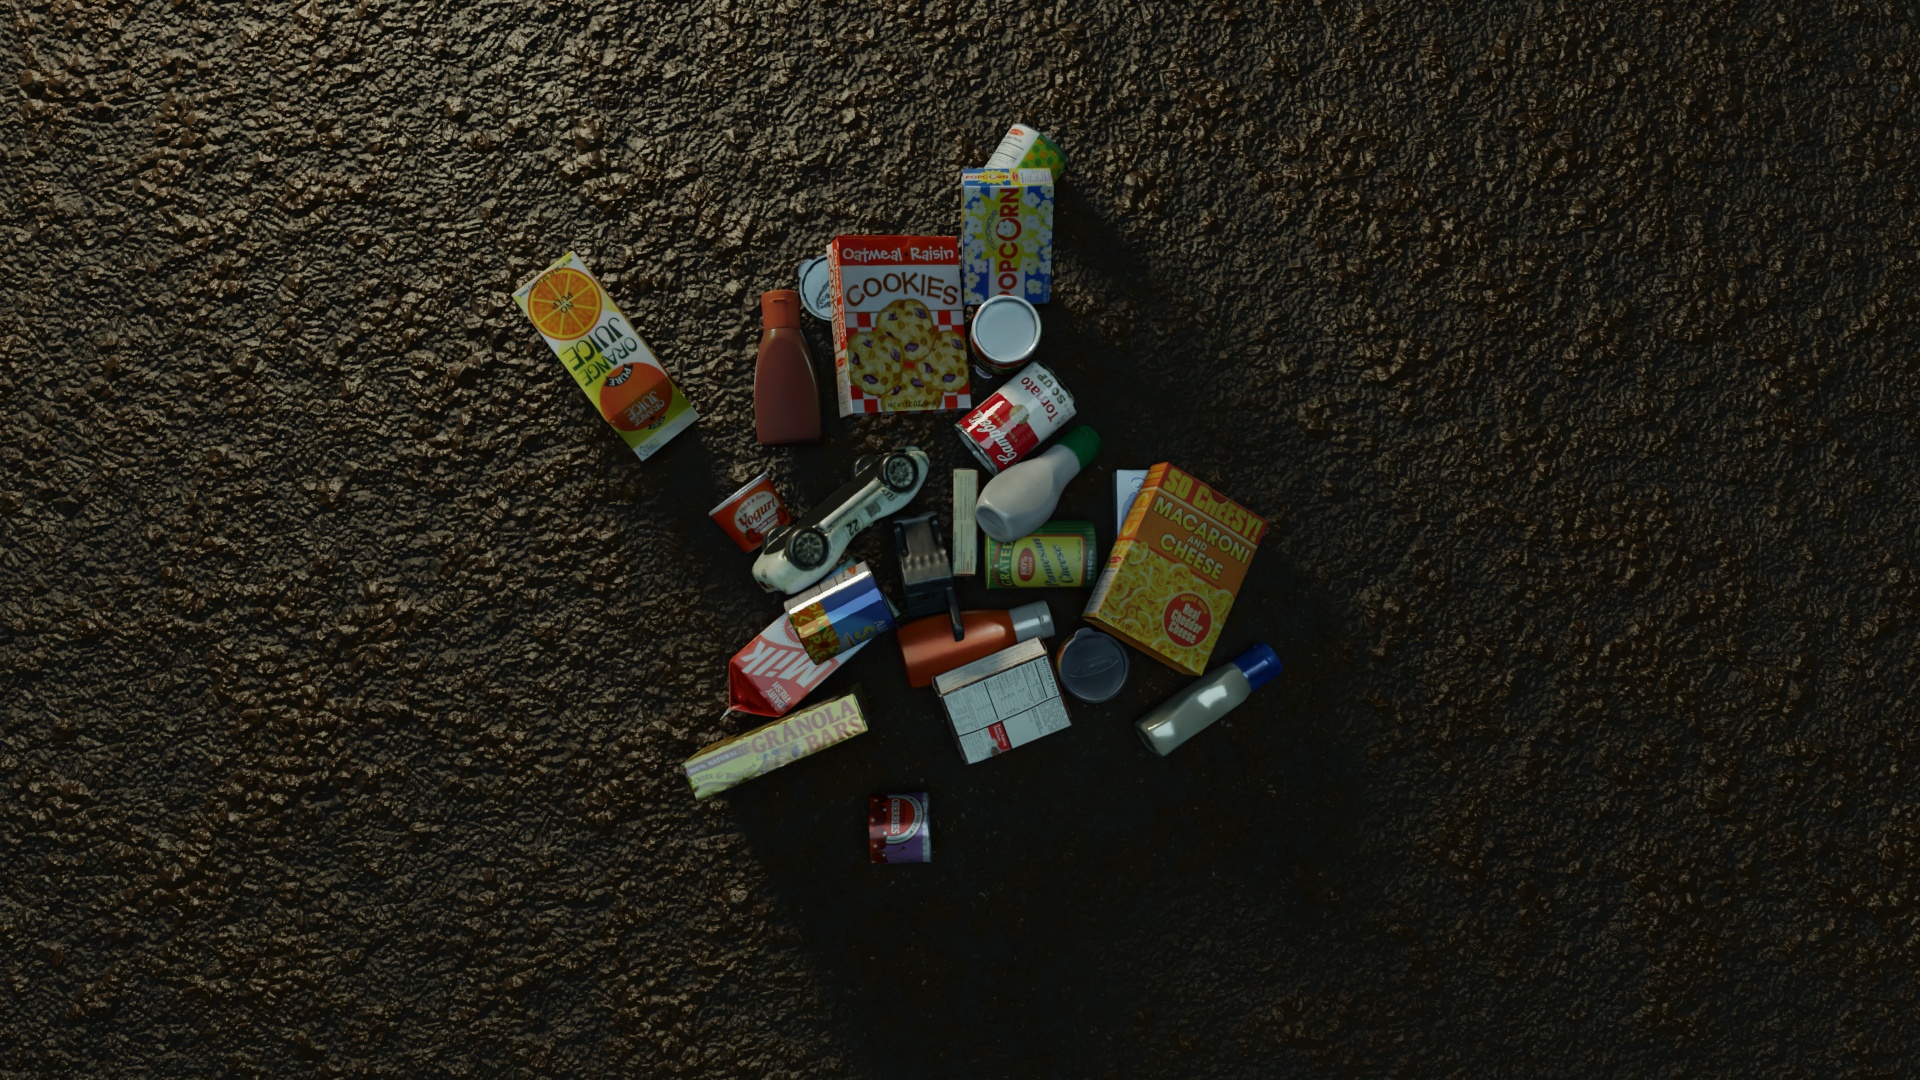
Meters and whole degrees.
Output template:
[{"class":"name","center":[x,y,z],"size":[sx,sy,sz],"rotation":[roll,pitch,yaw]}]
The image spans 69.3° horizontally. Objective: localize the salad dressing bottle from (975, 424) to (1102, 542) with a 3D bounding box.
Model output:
[{"class":"salad dressing bottle","center":[0.077,-0.057,1.315],"size":[0.064,0.043,0.148],"rotation":[33,56,25]}]

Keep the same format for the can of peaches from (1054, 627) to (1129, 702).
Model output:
[{"class":"can of peaches","center":[0.124,0.117,1.330],"size":[0.071,0.058,0.071],"rotation":[0,87,-1]}]

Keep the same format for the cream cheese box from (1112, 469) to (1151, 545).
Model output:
[{"class":"cream cheese box","center":[0.177,-0.018,1.355],"size":[0.053,0.024,0.104],"rotation":[-1,88,-3]}]

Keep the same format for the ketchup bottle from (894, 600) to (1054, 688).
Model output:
[{"class":"ketchup bottle","center":[0.015,0.094,1.334],"size":[0.149,0.043,0.064],"rotation":[-15,90,-3]}]

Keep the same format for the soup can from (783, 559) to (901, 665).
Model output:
[{"class":"soup can","center":[-0.106,0.068,1.248],"size":[0.084,0.071,0.071],"rotation":[-27,89,-3]}]

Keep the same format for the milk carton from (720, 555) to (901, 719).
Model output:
[{"class":"milk carton","center":[-0.150,0.103,1.314],"size":[0.191,0.072,0.073],"rotation":[-40,90,-3]}]

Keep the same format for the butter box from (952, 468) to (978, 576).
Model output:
[{"class":"butter box","center":[0.005,-0.017,1.334],"size":[0.024,0.053,0.103],"rotation":[0,87,1]}]

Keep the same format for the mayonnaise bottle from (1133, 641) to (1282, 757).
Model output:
[{"class":"mayonnaise bottle","center":[0.239,0.152,1.332],"size":[0.148,0.064,0.041],"rotation":[-32,92,-7]}]

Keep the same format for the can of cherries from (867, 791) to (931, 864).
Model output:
[{"class":"can of cherries","center":[-0.057,0.270,1.310],"size":[0.058,0.071,0.071],"rotation":[-2,88,-1]}]

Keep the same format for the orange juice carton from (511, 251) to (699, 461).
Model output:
[{"class":"orange juice carton","center":[-0.333,-0.172,1.320],"size":[0.072,0.073,0.192],"rotation":[-37,90,-3]}]

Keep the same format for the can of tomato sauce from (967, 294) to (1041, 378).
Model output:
[{"class":"can of tomato sauce","center":[0.040,-0.194,1.329],"size":[0.071,0.083,0.071],"rotation":[0,87,-2]}]

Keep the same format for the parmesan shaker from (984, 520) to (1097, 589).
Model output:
[{"class":"parmesan shaker","center":[0.076,0.010,1.328],"size":[0.103,0.071,0.071],"rotation":[-1,88,-2]}]

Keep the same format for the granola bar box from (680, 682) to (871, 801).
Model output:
[{"class":"granola bar box","center":[-0.165,0.185,1.283],"size":[0.166,0.124,0.039],"rotation":[-22,89,-3]}]

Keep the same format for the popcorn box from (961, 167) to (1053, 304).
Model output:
[{"class":"popcorn box","center":[0.044,-0.288,1.322],"size":[0.085,0.038,0.126],"rotation":[-1,128,-1]}]

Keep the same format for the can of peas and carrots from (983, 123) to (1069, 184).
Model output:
[{"class":"can of peas and carrots","center":[0.064,-0.359,1.347],"size":[0.071,0.071,0.059],"rotation":[33,88,0]}]

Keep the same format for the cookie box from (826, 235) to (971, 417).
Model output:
[{"class":"cookie box","center":[-0.058,-0.204,1.324],"size":[0.123,0.040,0.167],"rotation":[-5,90,-23]}]

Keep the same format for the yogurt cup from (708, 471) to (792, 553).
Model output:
[{"class":"yogurt cup","center":[-0.198,-0.025,1.323],"size":[0.072,0.072,0.054],"rotation":[-36,97,-3]}]

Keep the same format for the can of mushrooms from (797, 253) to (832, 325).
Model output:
[{"class":"can of mushrooms","center":[-0.125,-0.245,1.350],"size":[0.071,0.033,0.071],"rotation":[0,88,-2]}]

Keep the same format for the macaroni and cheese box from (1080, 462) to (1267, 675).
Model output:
[{"class":"macaroni and cheese box","center":[0.206,0.027,1.320],"size":[0.123,0.040,0.167],"rotation":[29,78,-16]}]

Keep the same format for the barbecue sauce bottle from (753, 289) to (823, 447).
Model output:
[{"class":"barbecue sauce bottle","center":[-0.169,-0.165,1.340],"size":[0.065,0.043,0.148],"rotation":[-5,87,-2]}]
